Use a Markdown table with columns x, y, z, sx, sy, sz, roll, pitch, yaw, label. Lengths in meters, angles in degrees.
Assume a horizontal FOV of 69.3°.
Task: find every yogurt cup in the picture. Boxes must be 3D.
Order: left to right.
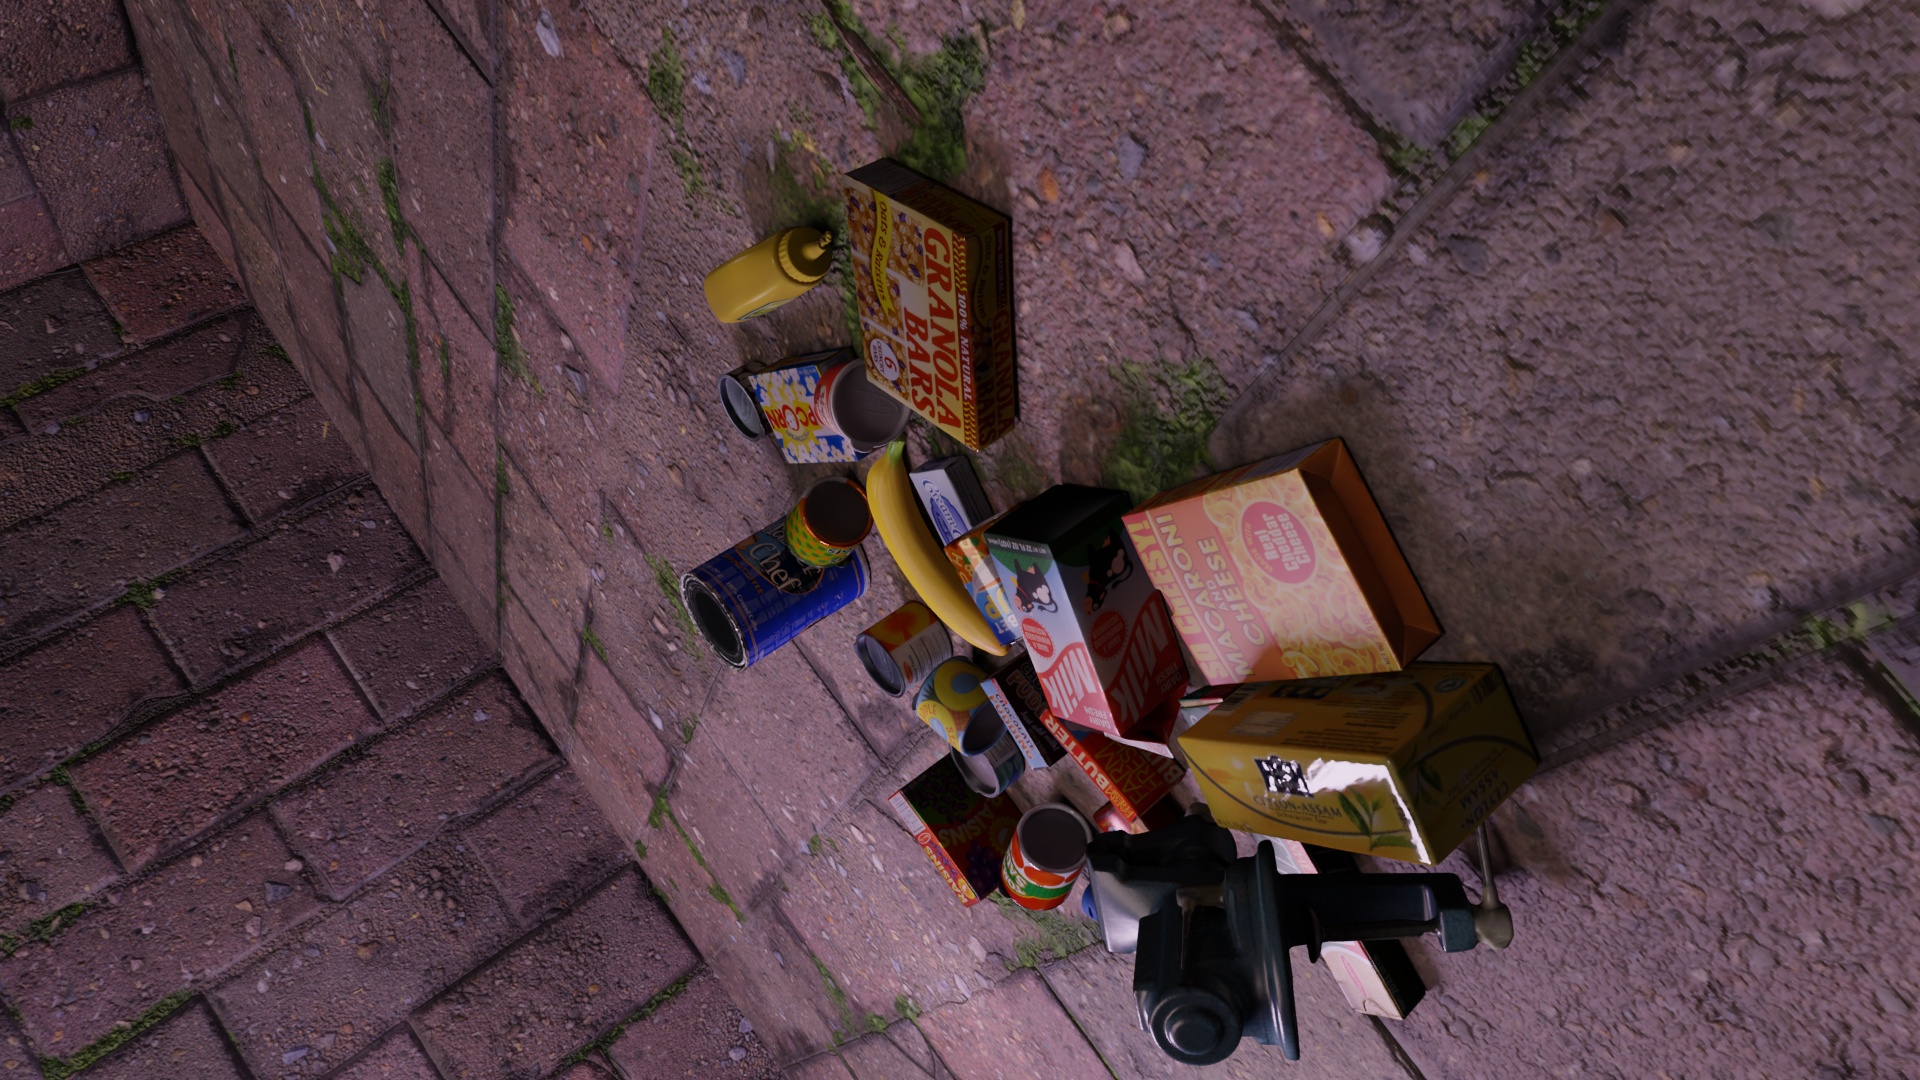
| x | y | z | sx | sy | sz | roll | pitch | yaw | label |
| --- | --- | --- | --- | --- | --- | --- | --- | --- | --- |
| -0.077 | -0.106 | 1.052 | 0.054 | 0.072 | 0.072 | 17 | 133 | 62 | yogurt cup |

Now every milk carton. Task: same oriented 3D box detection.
| x | y | z | sx | sy | sz | roll | pitch | yaw | label |
| --- | --- | --- | --- | --- | --- | --- | --- | --- | --- |
| 0.093 | 0.063 | 0.942 | 0.072 | 0.074 | 0.190 | 11 | 128 | 53 | milk carton |

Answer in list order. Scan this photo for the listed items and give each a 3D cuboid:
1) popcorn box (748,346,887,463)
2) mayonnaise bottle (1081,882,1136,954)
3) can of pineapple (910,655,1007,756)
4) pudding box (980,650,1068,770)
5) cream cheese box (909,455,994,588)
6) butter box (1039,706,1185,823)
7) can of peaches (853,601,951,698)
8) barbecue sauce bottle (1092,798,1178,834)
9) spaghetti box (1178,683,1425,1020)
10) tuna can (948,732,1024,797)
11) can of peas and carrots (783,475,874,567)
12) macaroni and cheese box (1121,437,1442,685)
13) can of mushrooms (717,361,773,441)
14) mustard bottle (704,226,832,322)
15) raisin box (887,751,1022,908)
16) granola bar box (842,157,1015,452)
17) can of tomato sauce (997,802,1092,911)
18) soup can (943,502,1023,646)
| x | y | z | sx | sy | sz | roll | pitch | yaw | label |
| --- | --- | --- | --- | --- | --- | --- | --- | --- | --- |
| -0.116 | -0.109 | 1.137 | 0.126 | 0.038 | 0.085 | 3 | 122 | 57 | popcorn box |
| 0.161 | 0.320 | 1.129 | 0.148 | 0.041 | 0.064 | 20 | 136 | 48 | mayonnaise bottle |
| 0.003 | 0.140 | 1.167 | 0.058 | 0.071 | 0.070 | 36 | 145 | 34 | can of pineapple |
| 0.060 | 0.132 | 1.090 | 0.083 | 0.050 | 0.030 | 59 | 154 | -1 | pudding box |
| 0.004 | -0.013 | 1.059 | 0.053 | 0.024 | 0.103 | -6 | 114 | 58 | cream cheese box |
| 0.112 | 0.152 | 1.024 | 0.103 | 0.053 | 0.024 | 49 | 153 | 15 | butter box |
| -0.051 | 0.094 | 1.219 | 0.071 | 0.058 | 0.070 | 39 | 148 | 31 | can of peaches |
| 0.165 | 0.252 | 1.052 | 0.148 | 0.044 | 0.064 | 51 | 150 | 10 | barbecue sauce bottle |
| 0.226 | 0.204 | 0.921 | 0.250 | 0.029 | 0.050 | 60 | 152 | -5 | spaghetti box |
| 0.023 | 0.192 | 1.228 | 0.071 | 0.033 | 0.070 | 38 | 147 | 32 | tuna can |
| -0.112 | -0.014 | 1.198 | 0.071 | 0.071 | 0.058 | 55 | 151 | 4 | can of peas and carrots |
| 0.177 | 0.018 | 0.798 | 0.123 | 0.040 | 0.166 | 61 | 152 | -6 | macaroni and cheese box |
| -0.183 | -0.122 | 1.234 | 0.071 | 0.033 | 0.070 | 38 | 146 | 32 | can of mushrooms |
| -0.138 | -0.204 | 1.049 | 0.160 | 0.065 | 0.048 | -10 | 106 | 56 | mustard bottle |
| 0.006 | 0.258 | 1.265 | 0.123 | 0.086 | 0.040 | 53 | 147 | 8 | raisin box |
| -0.019 | -0.158 | 0.931 | 0.124 | 0.039 | 0.164 | 36 | 145 | 36 | granola bar box |
| 0.071 | 0.272 | 1.193 | 0.071 | 0.071 | 0.082 | 45 | 149 | 21 | can of tomato sauce |
| 0.036 | 0.025 | 0.997 | 0.083 | 0.071 | 0.071 | 59 | 152 | -2 | soup can |
